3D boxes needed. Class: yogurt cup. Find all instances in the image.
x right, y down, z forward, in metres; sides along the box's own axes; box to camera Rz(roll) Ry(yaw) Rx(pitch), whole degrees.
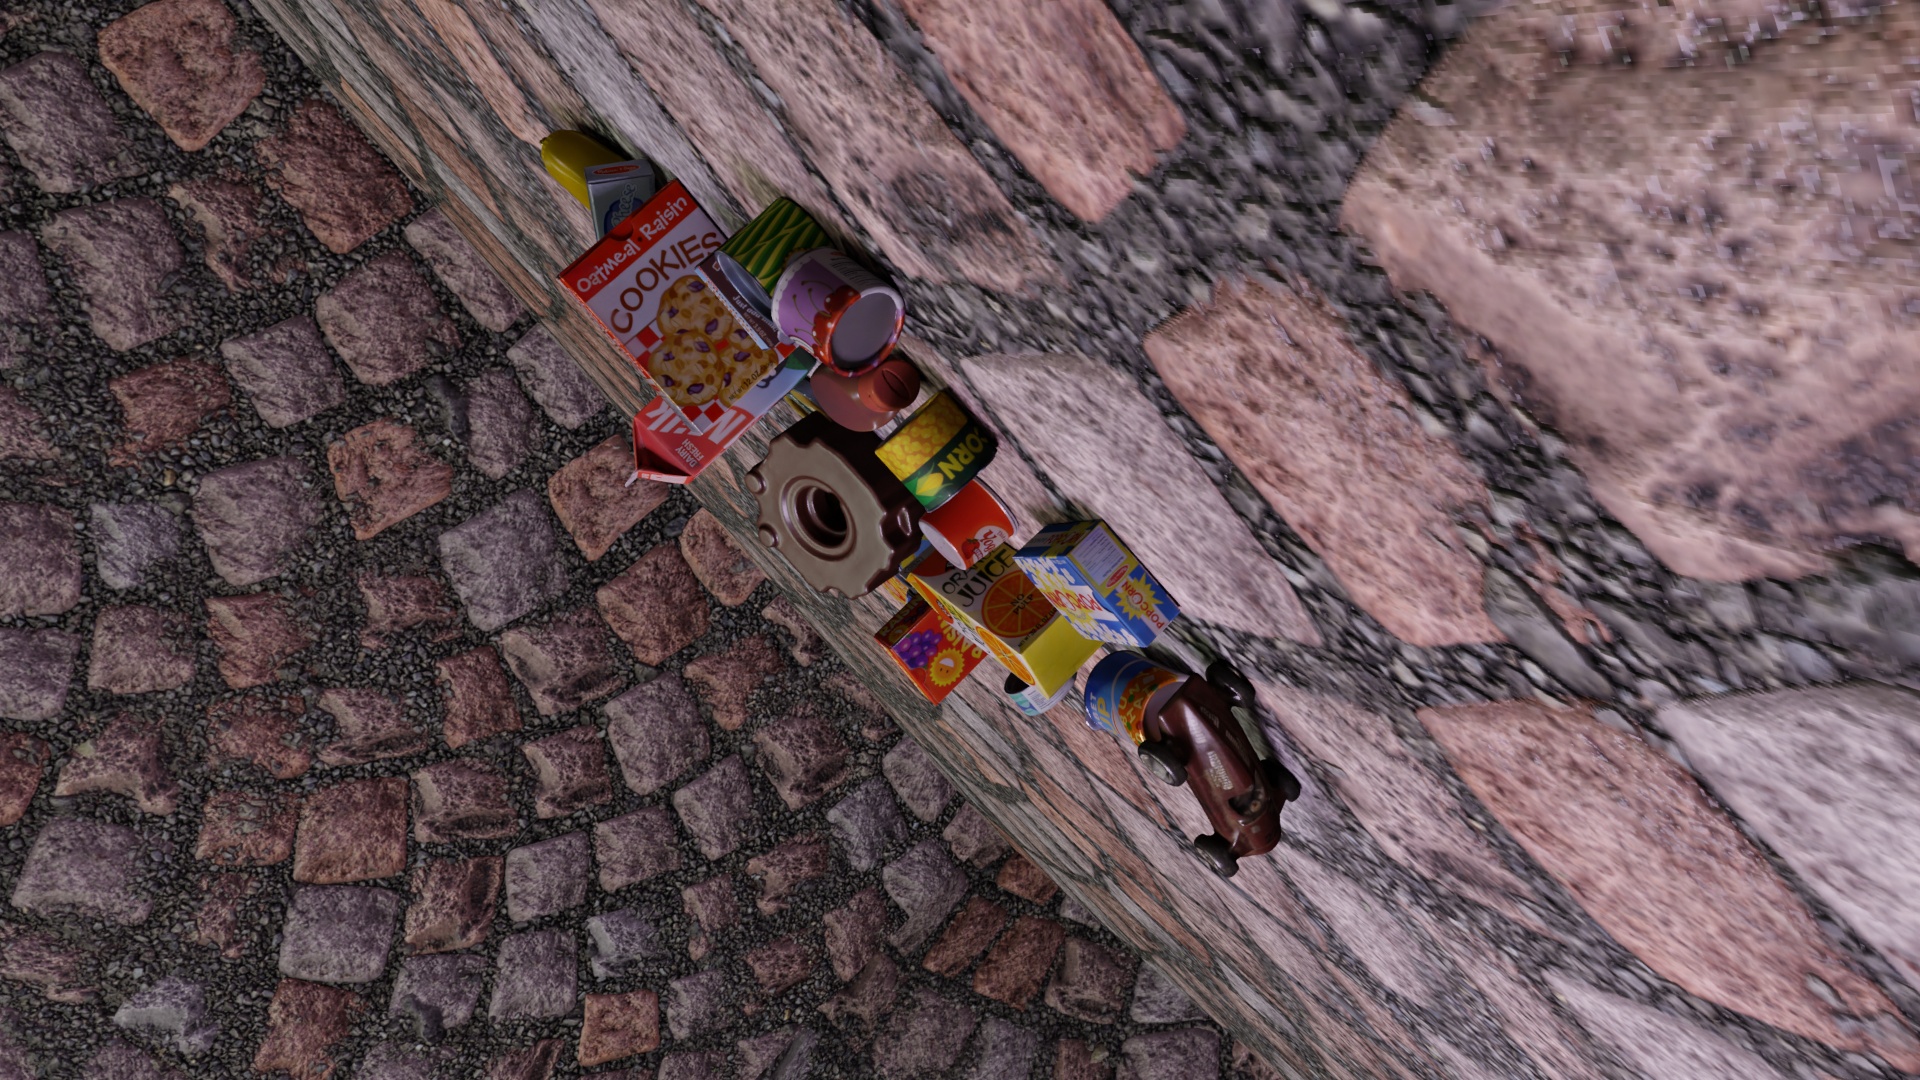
[{"bbox_3d":[0.004,-0.014,1.102,0.072,0.054,0.072,44,168,12],"label":"yogurt cup"}]

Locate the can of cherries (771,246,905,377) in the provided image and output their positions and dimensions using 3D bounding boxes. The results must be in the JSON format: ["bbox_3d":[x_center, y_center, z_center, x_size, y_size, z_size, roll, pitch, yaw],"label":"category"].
[{"bbox_3d":[-0.079,-0.145,0.896,0.058,0.071,0.071,38,166,30],"label":"can of cherries"}]

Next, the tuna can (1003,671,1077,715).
[{"bbox_3d":[0.076,0.133,1.331,0.033,0.071,0.071,49,168,-16],"label":"tuna can"}]

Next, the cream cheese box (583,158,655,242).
[{"bbox_3d":[-0.278,-0.265,1.154,0.103,0.053,0.024,96,156,-49],"label":"cream cheese box"}]

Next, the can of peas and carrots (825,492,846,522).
[{"bbox_3d":[-0.115,-0.055,1.364,0.059,0.071,0.070,44,168,13],"label":"can of peas and carrots"}]

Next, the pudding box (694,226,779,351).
[{"bbox_3d":[-0.157,-0.192,1.065,0.083,0.050,0.030,50,170,-17],"label":"pudding box"}]

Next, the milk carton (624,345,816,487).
[{"bbox_3d":[-0.221,-0.114,1.211,0.073,0.191,0.072,47,168,-7],"label":"milk carton"}]

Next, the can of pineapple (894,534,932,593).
[{"bbox_3d":[-0.048,0.006,1.350,0.071,0.058,0.071,44,169,11],"label":"can of pineapple"}]

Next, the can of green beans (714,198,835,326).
[{"bbox_3d":[-0.121,-0.186,0.932,0.071,0.058,0.071,44,168,12],"label":"can of green beans"}]

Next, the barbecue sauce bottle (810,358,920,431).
[{"bbox_3d":[-0.069,-0.113,1.045,0.065,0.044,0.148,49,168,-15],"label":"barbecue sauce bottle"}]

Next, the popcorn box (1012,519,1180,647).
[{"bbox_3d":[0.093,0.030,0.976,0.085,0.038,0.126,49,169,-8],"label":"popcorn box"}]

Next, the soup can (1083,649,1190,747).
[{"bbox_3d":[0.141,0.127,1.057,0.071,0.071,0.084,50,168,-22],"label":"soup can"}]

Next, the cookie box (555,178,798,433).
[{"bbox_3d":[-0.225,-0.189,1.131,0.167,0.123,0.040,50,167,-20],"label":"cookie box"}]

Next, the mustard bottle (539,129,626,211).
[{"bbox_3d":[-0.326,-0.324,1.214,0.160,0.049,0.065,40,167,32],"label":"mustard bottle"}]

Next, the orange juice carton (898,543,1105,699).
[{"bbox_3d":[0.027,0.047,1.188,0.193,0.072,0.072,35,164,43],"label":"orange juice carton"}]

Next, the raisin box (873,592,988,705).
[{"bbox_3d":[-0.008,0.080,1.301,0.040,0.123,0.086,29,160,55],"label":"raisin box"}]

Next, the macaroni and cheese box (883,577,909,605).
[{"bbox_3d":[-0.058,0.035,1.536,0.123,0.040,0.166,52,167,-30],"label":"macaroni and cheese box"}]

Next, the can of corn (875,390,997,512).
[{"bbox_3d":[-0.016,-0.064,0.971,0.058,0.071,0.071,48,168,-8],"label":"can of corn"}]
